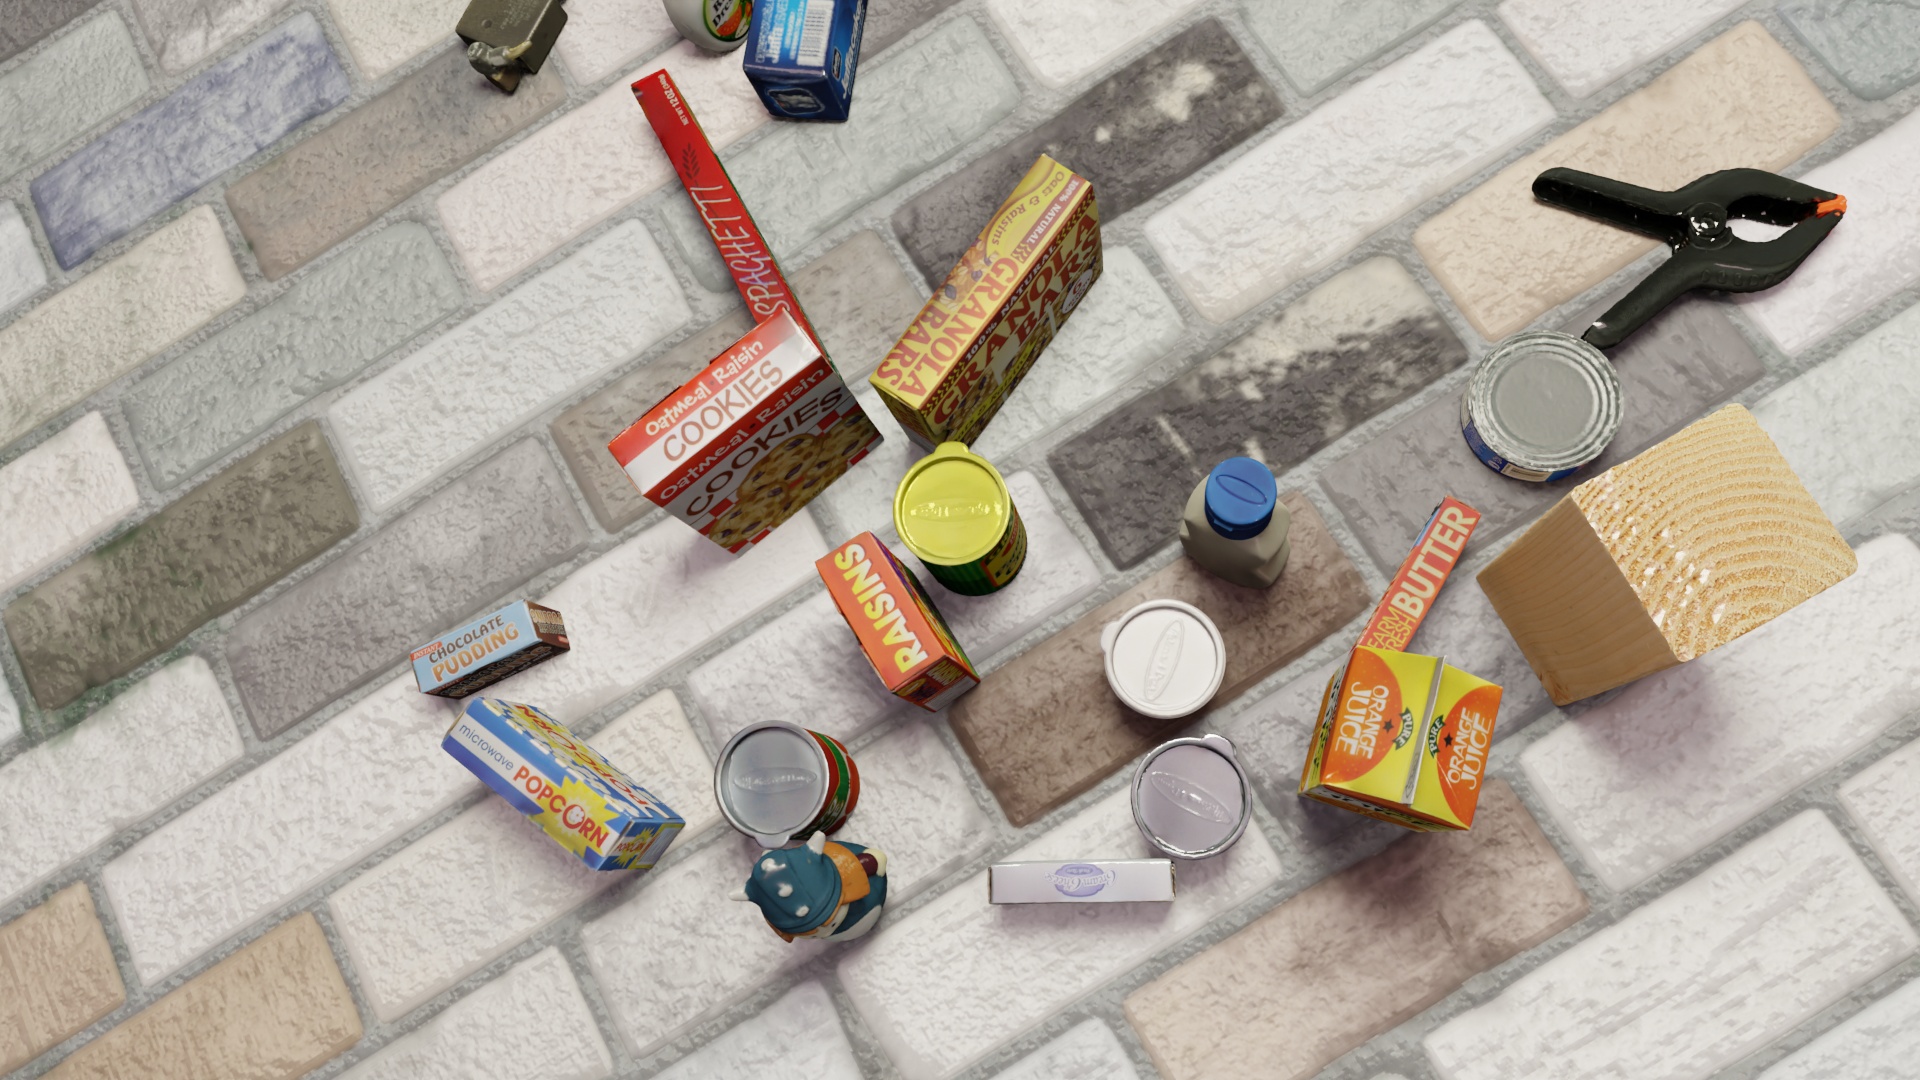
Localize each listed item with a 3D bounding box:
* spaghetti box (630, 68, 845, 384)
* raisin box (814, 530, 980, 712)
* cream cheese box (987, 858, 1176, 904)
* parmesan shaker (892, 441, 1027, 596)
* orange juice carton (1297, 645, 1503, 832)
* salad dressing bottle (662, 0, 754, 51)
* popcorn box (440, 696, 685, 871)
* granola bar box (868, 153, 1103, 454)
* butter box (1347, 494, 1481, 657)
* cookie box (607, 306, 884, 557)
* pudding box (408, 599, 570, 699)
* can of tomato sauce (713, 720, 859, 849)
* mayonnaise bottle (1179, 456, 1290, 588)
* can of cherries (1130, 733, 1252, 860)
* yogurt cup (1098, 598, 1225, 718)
[{"bbox_3d":[-0.147,-0.200,0.915,0.029,0.050,0.250,-30,74,2],"label":"spaghetti box"},{"bbox_3d":[-0.034,0.049,0.801,0.040,0.123,0.086,-32,75,1],"label":"raisin box"},{"bbox_3d":[0.070,0.193,0.788,0.104,0.053,0.024,-3,77,8],"label":"cream cheese box"},{"bbox_3d":[0.003,-0.010,0.820,0.071,0.103,0.071,-2,77,9],"label":"parmesan shaker"},{"bbox_3d":[0.224,0.104,0.712,0.073,0.192,0.072,16,81,12],"label":"orange juice carton"},{"bbox_3d":[-0.178,-0.380,0.911,0.044,0.147,0.064,23,82,13],"label":"salad dressing bottle"},{"bbox_3d":[-0.236,0.146,0.830,0.127,0.085,0.038,34,85,14],"label":"popcorn box"},{"bbox_3d":[0.021,-0.132,0.834,0.039,0.124,0.165,36,85,15],"label":"granola bar box"},{"bbox_3d":[0.259,0.027,0.797,0.024,0.053,0.103,31,84,14],"label":"butter box"},{"bbox_3d":[-0.120,-0.058,0.817,0.123,0.167,0.040,-39,75,-1],"label":"cookie box"},{"bbox_3d":[-0.296,0.069,0.876,0.084,0.049,0.030,-24,75,3],"label":"pudding box"},{"bbox_3d":[-0.098,0.143,0.810,0.071,0.083,0.071,-2,77,9],"label":"can of tomato sauce"},{"bbox_3d":[0.154,-0.010,0.772,0.065,0.148,0.041,29,84,14],"label":"mayonnaise bottle"},{"bbox_3d":[0.132,0.145,0.787,0.071,0.058,0.071,-2,77,9],"label":"can of cherries"},{"bbox_3d":[0.119,0.071,0.808,0.072,0.054,0.072,-2,77,9],"label":"yogurt cup"}]
